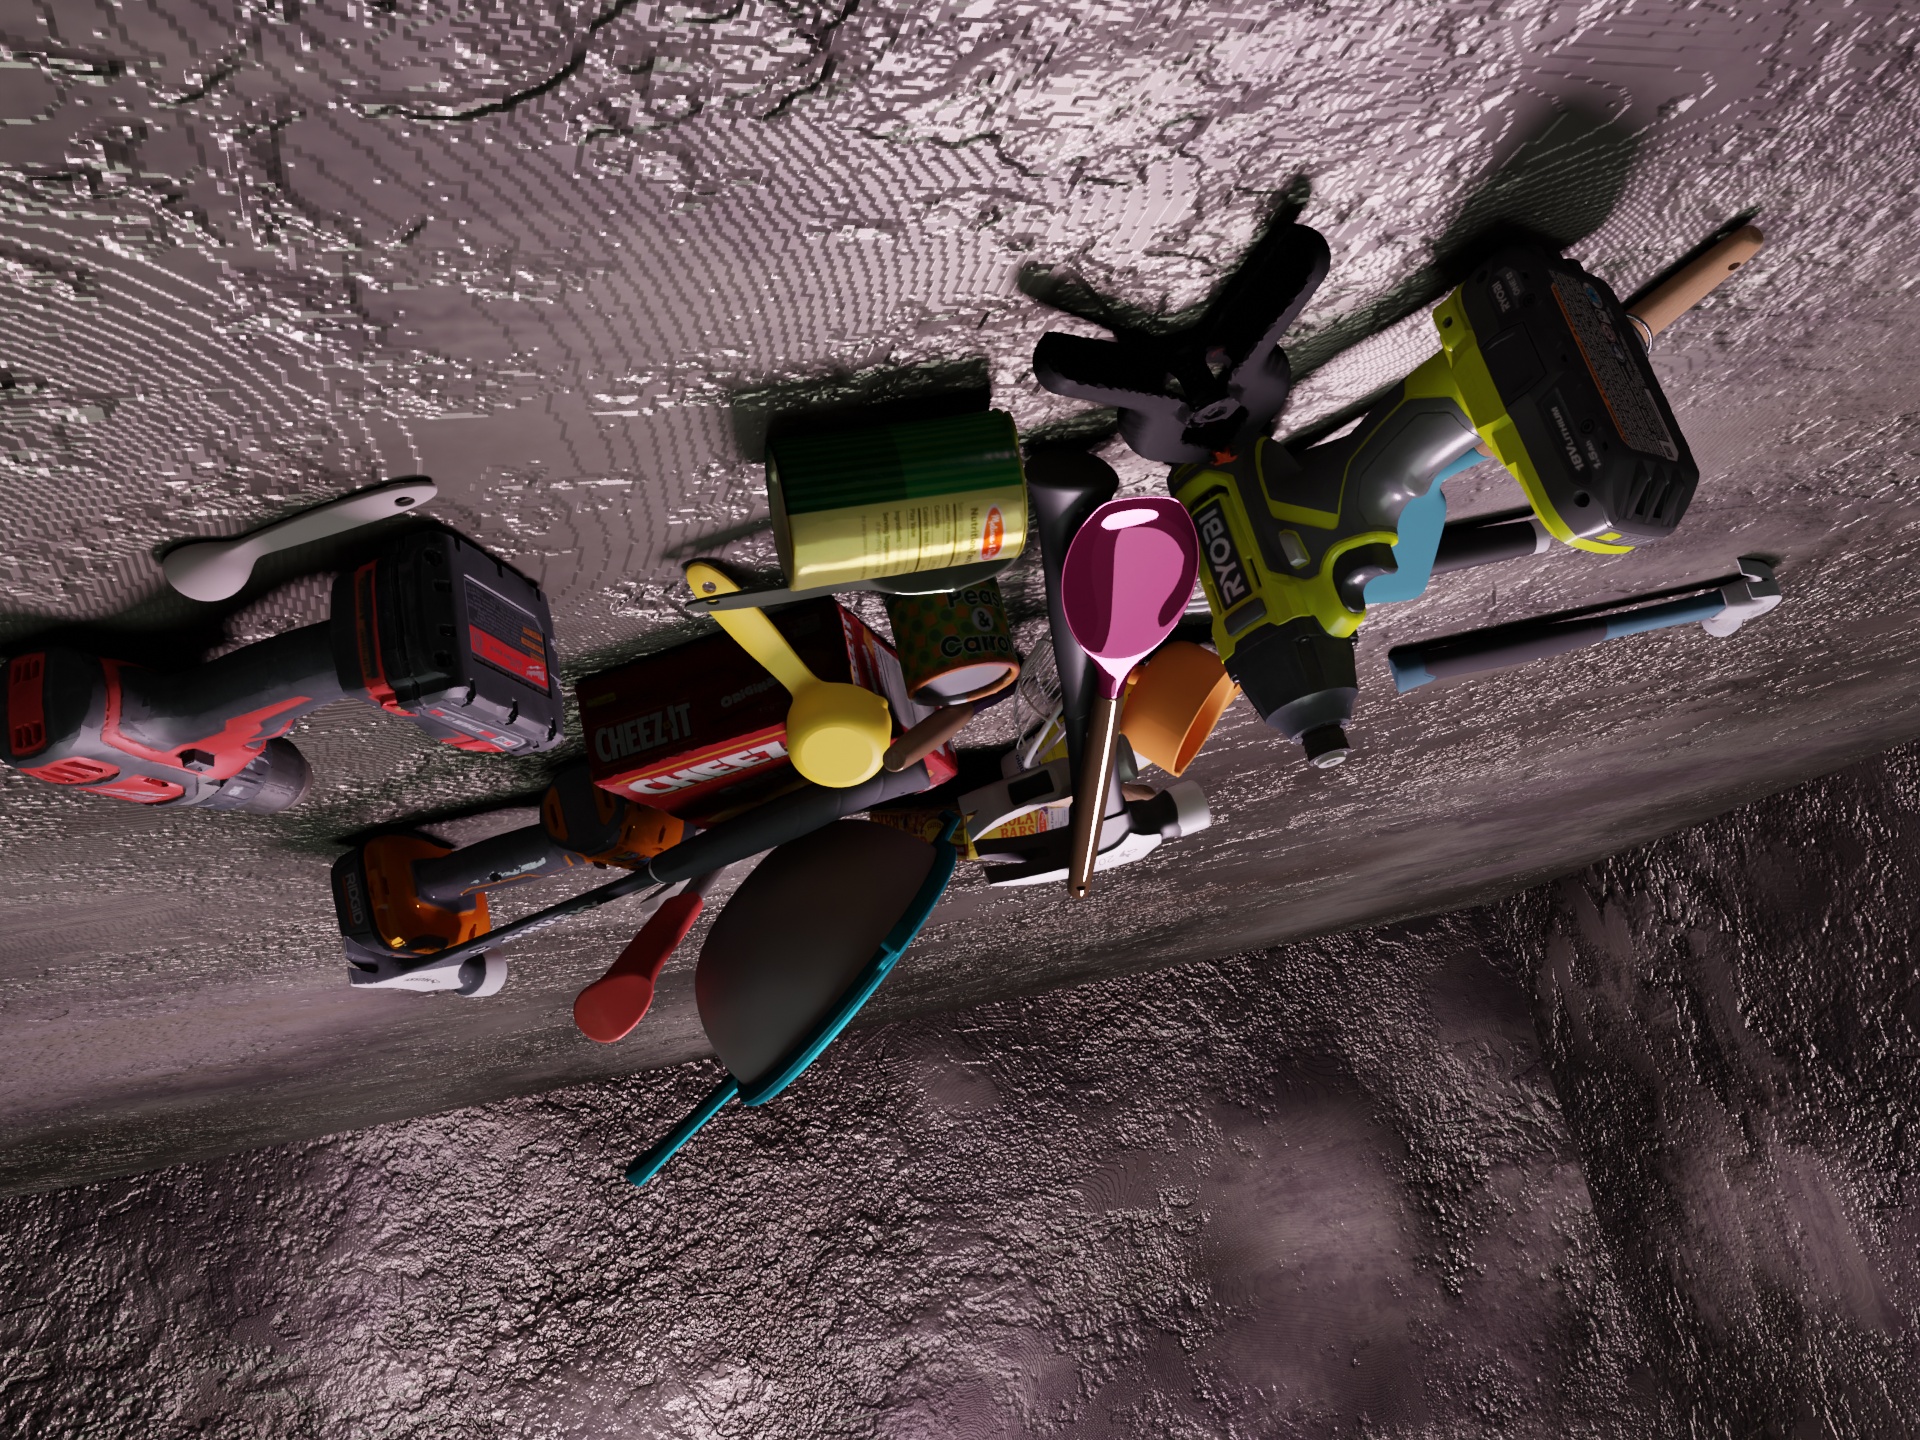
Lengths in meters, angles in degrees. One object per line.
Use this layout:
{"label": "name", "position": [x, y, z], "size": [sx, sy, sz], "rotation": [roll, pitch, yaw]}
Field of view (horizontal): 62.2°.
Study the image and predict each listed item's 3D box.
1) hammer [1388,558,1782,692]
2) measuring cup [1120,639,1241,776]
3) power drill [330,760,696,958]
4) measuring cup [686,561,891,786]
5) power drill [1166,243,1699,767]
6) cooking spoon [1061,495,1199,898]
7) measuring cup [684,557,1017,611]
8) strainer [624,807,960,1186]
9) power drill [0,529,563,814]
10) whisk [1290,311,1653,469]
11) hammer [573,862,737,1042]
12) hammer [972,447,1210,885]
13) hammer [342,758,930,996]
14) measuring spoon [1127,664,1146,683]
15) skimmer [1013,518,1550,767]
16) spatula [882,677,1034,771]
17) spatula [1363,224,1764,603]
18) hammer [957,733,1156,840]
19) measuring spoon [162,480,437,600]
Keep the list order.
{"label": "hammer", "position": [0.503, -0.070, 1.286], "size": [0.331, 0.033, 0.128], "rotation": [-12, 165, -5]}
{"label": "measuring cup", "position": [0.166, -0.025, 1.132], "size": [0.173, 0.052, 0.095], "rotation": [-35, 151, -58]}
{"label": "power drill", "position": [-0.300, 0.100, 1.118], "size": [0.226, 0.084, 0.164], "rotation": [-21, 163, 11]}
{"label": "measuring cup", "position": [-0.092, -0.021, 0.824], "size": [0.062, 0.029, 0.156], "rotation": [-27, 126, 18]}
{"label": "power drill", "position": [0.203, -0.092, 0.724], "size": [0.080, 0.171, 0.223], "rotation": [0, 155, -40]}
{"label": "cooking spoon", "position": [0.078, 0.000, 0.861], "size": [0.068, 0.017, 0.318], "rotation": [-4, 139, -7]}
{"label": "measuring cup", "position": [-0.056, -0.084, 0.778], "size": [0.167, 0.038, 0.083], "rotation": [-10, 166, 7]}
{"label": "strainer", "position": [-0.144, 0.178, 1.044], "size": [0.340, 0.095, 0.211], "rotation": [-46, -174, 20]}
{"label": "power drill", "position": [-0.307, -0.006, 0.761], "size": [0.226, 0.080, 0.187], "rotation": [-14, 164, 10]}
{"label": "whisk", "position": [0.225, -0.142, 0.796], "size": [0.239, 0.055, 0.055], "rotation": [-20, 163, 36]}
{"label": "hammer", "position": [-0.210, 0.144, 1.114], "size": [0.149, 0.036, 0.359], "rotation": [-29, -172, 9]}
{"label": "hammer", "position": [0.064, -0.018, 0.876], "size": [0.146, 0.035, 0.334], "rotation": [-18, 141, -5]}
{"label": "hammer", "position": [-0.198, 0.095, 0.982], "size": [0.409, 0.036, 0.149], "rotation": [-23, 163, 20]}
{"label": "measuring spoon", "position": [0.098, -0.037, 1.100], "size": [0.021, 0.011, 0.116], "rotation": [-23, 162, 30]}
{"label": "skimmer", "position": [0.203, -0.053, 0.991], "size": [0.363, 0.090, 0.127], "rotation": [-12, 163, -6]}
{"label": "spatula", "position": [-0.002, -0.003, 0.950], "size": [0.060, 0.018, 0.316], "rotation": [-17, -176, 14]}
{"label": "spatula", "position": [0.296, -0.148, 0.834], "size": [0.082, 0.044, 0.317], "rotation": [-3, 160, -23]}
{"label": "hammer", "position": [0.093, 0.055, 1.154], "size": [0.130, 0.031, 0.331], "rotation": [-19, 170, 15]}
{"label": "measuring spoon", "position": [-0.272, -0.073, 0.659], "size": [0.124, 0.018, 0.034], "rotation": [-17, 163, 9]}
